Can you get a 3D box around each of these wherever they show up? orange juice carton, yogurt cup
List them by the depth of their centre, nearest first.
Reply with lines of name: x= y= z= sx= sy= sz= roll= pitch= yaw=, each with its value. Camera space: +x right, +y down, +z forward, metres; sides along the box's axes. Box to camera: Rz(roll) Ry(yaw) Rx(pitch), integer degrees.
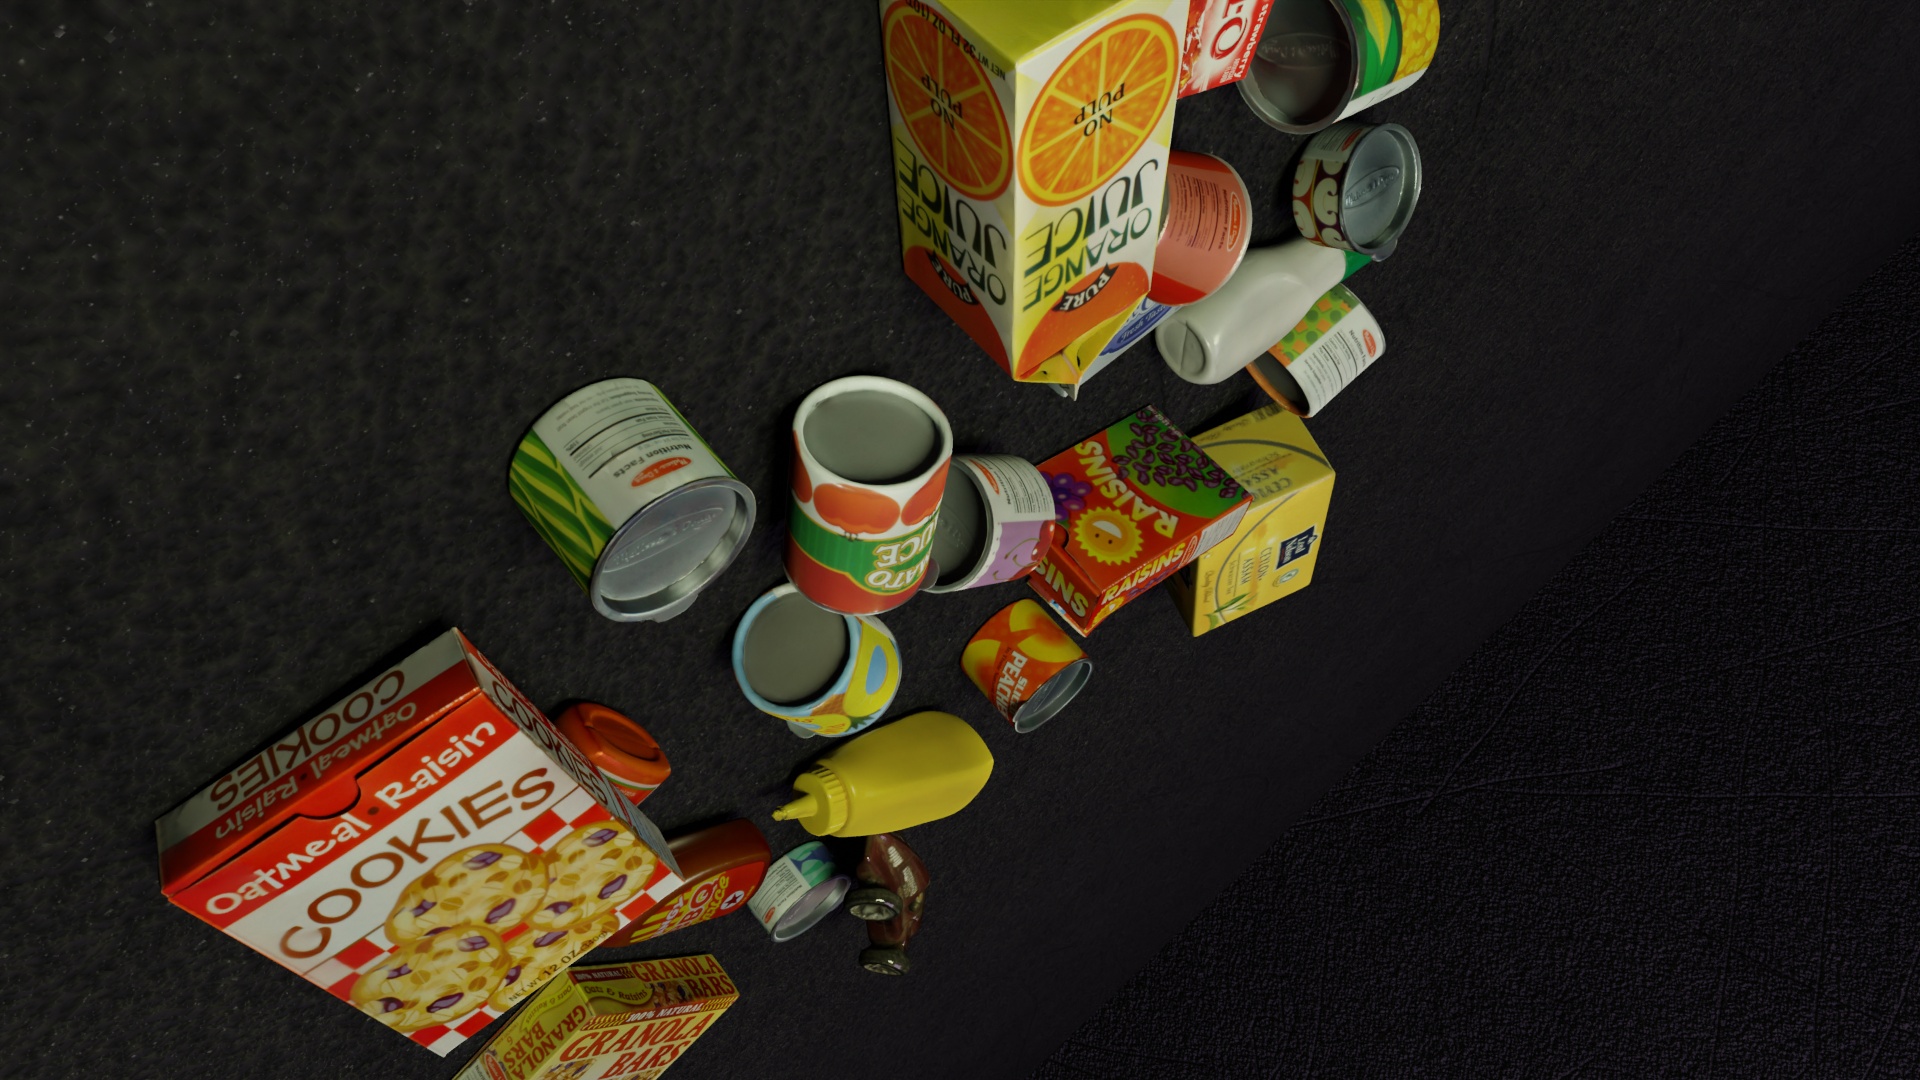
orange juice carton: x=0.024 y=-0.130 z=0.504 sx=0.073 sy=0.072 sz=0.191 roll=-35 pitch=154 yaw=-18
yogurt cup: x=0.082 y=-0.137 z=0.595 sx=0.054 sy=0.072 sz=0.072 roll=1 pitch=131 yaw=-47

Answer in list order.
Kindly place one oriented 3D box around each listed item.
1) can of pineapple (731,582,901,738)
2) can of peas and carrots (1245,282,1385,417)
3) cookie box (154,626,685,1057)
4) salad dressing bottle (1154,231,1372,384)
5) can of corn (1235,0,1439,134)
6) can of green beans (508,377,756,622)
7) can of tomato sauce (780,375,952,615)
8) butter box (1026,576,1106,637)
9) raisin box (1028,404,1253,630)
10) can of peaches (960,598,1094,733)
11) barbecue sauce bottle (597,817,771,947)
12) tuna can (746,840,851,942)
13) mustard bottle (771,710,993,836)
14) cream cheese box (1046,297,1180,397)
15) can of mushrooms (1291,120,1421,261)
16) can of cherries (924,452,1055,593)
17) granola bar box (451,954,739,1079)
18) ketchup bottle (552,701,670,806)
can of pineapple: x=-0.069 y=0.059 z=0.669 sx=0.071 sy=0.071 sz=0.057 roll=-44 pitch=155 yaw=1
can of peas and carrots: x=0.204 y=-0.116 z=0.818 sx=0.059 sy=0.071 sz=0.070 roll=-41 pitch=156 yaw=-4
cookie box: x=-0.200 y=0.124 z=0.541 sx=0.123 sy=0.040 sz=0.166 roll=-35 pitch=139 yaw=-9
salad dressing bottle: x=0.172 y=-0.139 z=0.757 sx=0.148 sy=0.044 sz=0.064 roll=-34 pitch=147 yaw=-24
can of corn: x=0.157 y=-0.214 z=0.585 sx=0.058 sy=0.071 sz=0.070 roll=-30 pitch=152 yaw=-30
can of green beans: x=-0.116 y=-0.015 z=0.489 sx=0.071 sy=0.058 sz=0.071 roll=-35 pitch=154 yaw=-20
can of tomato sauce: x=-0.039 y=-0.018 z=0.589 sx=0.071 sy=0.071 sz=0.082 roll=-29 pitch=152 yaw=-29
butter box: x=0.081 y=0.028 z=0.907 sx=0.053 sy=0.024 sz=0.103 roll=-44 pitch=156 yaw=2
raisin box: x=0.088 y=-0.015 z=0.772 sx=0.124 sy=0.086 sz=0.039 roll=-29 pitch=154 yaw=-30
can of peaches: x=0.040 y=0.080 z=0.886 sx=0.071 sy=0.058 sz=0.071 roll=-34 pitch=155 yaw=-19
barbecue sauce bottle: x=-0.172 y=0.192 z=0.753 sx=0.149 sy=0.044 sz=0.064 roll=-3 pitch=134 yaw=-55
tuna can: x=-0.108 y=0.236 z=0.938 sx=0.071 sy=0.033 sz=0.070 roll=-35 pitch=154 yaw=-19
mustard bottle: x=-0.053 y=0.148 z=0.850 sx=0.161 sy=0.065 sz=0.048 roll=-9 pitch=134 yaw=-43
cream cheese box: x=0.079 y=-0.118 z=0.667 sx=0.104 sy=0.024 sz=0.053 roll=-38 pitch=154 yaw=-14
can of mushrooms: x=0.205 y=-0.181 z=0.718 sx=0.071 sy=0.033 sz=0.070 roll=-17 pitch=118 yaw=-36
can of cherries: x=0.002 y=-0.008 z=0.675 sx=0.058 sy=0.071 sz=0.071 roll=-7 pitch=137 yaw=-55
granola bar box: x=-0.231 y=0.318 z=0.871 sx=0.124 sy=0.039 sz=0.165 roll=-46 pitch=156 yaw=6
ketchup bottle: x=-0.202 y=0.138 z=0.621 sx=0.149 sy=0.043 sz=0.064 roll=-45 pitch=150 yaw=3
